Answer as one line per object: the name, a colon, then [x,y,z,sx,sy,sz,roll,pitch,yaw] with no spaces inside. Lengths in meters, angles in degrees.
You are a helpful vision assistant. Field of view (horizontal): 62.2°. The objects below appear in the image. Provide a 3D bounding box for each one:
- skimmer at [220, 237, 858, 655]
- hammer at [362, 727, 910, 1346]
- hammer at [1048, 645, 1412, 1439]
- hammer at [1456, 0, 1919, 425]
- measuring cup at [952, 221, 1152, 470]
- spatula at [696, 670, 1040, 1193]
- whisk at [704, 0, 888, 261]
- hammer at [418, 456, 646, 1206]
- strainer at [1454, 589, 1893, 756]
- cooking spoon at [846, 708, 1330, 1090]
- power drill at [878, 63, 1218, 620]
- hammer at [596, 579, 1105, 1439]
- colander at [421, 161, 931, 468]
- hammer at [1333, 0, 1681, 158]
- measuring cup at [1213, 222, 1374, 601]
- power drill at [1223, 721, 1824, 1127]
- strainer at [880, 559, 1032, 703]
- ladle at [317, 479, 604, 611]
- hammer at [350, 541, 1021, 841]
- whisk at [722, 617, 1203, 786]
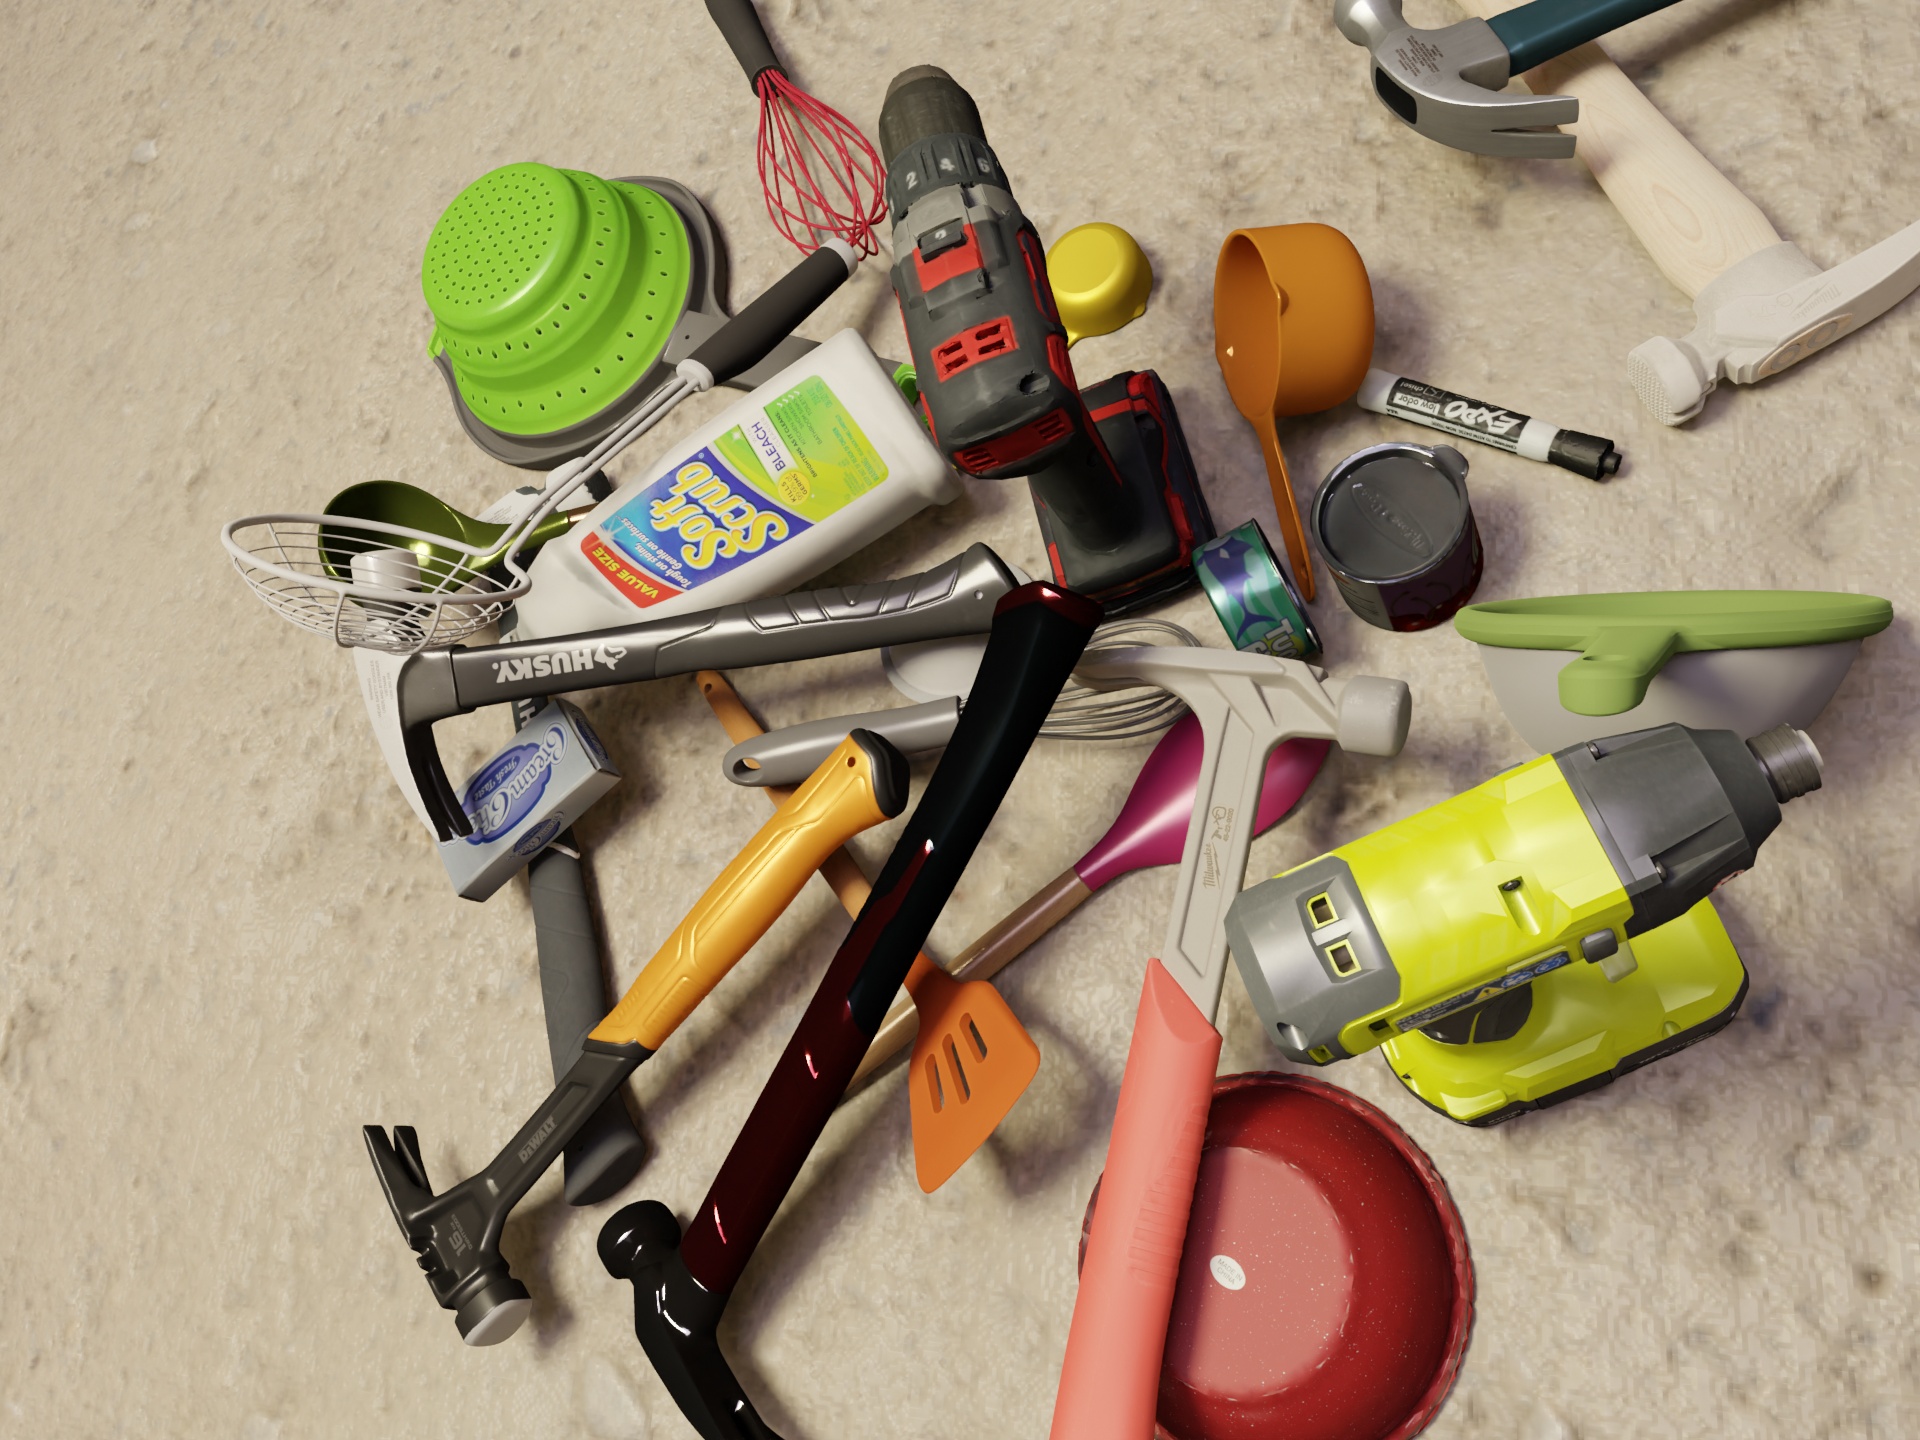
skimmer: [-0.176,-0.154,0.758,0.127,0.090,0.363,23,57,31]
hammer: [-0.148,0.130,0.747,0.337,0.034,0.127,-48,59,8]
hammer: [0.071,0.142,0.619,0.149,0.036,0.359,6,73,28]
hammer: [0.287,-0.326,0.757,0.146,0.038,0.411,-30,61,10]
measuring cup: [0.037,-0.194,0.827,0.062,0.029,0.156,40,89,31]
spatula: [-0.060,0.073,0.751,0.081,0.041,0.323,-52,51,16]
whisk: [-0.108,-0.368,0.945,0.073,0.073,0.296,-32,56,11]
hammer: [-0.227,0.053,0.856,0.149,0.036,0.409,-24,63,17]
strainer: [0.241,-0.004,0.559,0.151,0.256,0.069,1,99,29]
cooking spoon: [0.036,0.089,0.729,0.319,0.017,0.069,-40,59,7]
power drill: [0.033,-0.159,0.701,0.080,0.226,0.188,-21,64,17]
hammer: [-0.035,0.122,0.669,0.143,0.038,0.386,39,106,43]
colander: [-0.183,-0.236,0.908,0.397,0.094,0.204,20,81,30]
hammer: [0.345,-0.345,0.705,0.331,0.033,0.128,-22,59,5]
measuring cup: [0.164,-0.144,0.734,0.052,0.095,0.173,-12,89,-8]
power drill: [0.199,0.072,0.540,0.171,0.223,0.080,-27,63,14]
strainer: [-0.063,-0.049,0.816,0.258,0.050,0.087,-1,62,28]
ladle: [-0.188,-0.117,0.855,0.320,0.062,0.078,-11,70,6]
hammer: [-0.131,-0.031,0.765,0.335,0.035,0.146,-8,91,11]
whisk: [-0.002,-0.003,0.747,0.239,0.055,0.055,-13,66,12]
